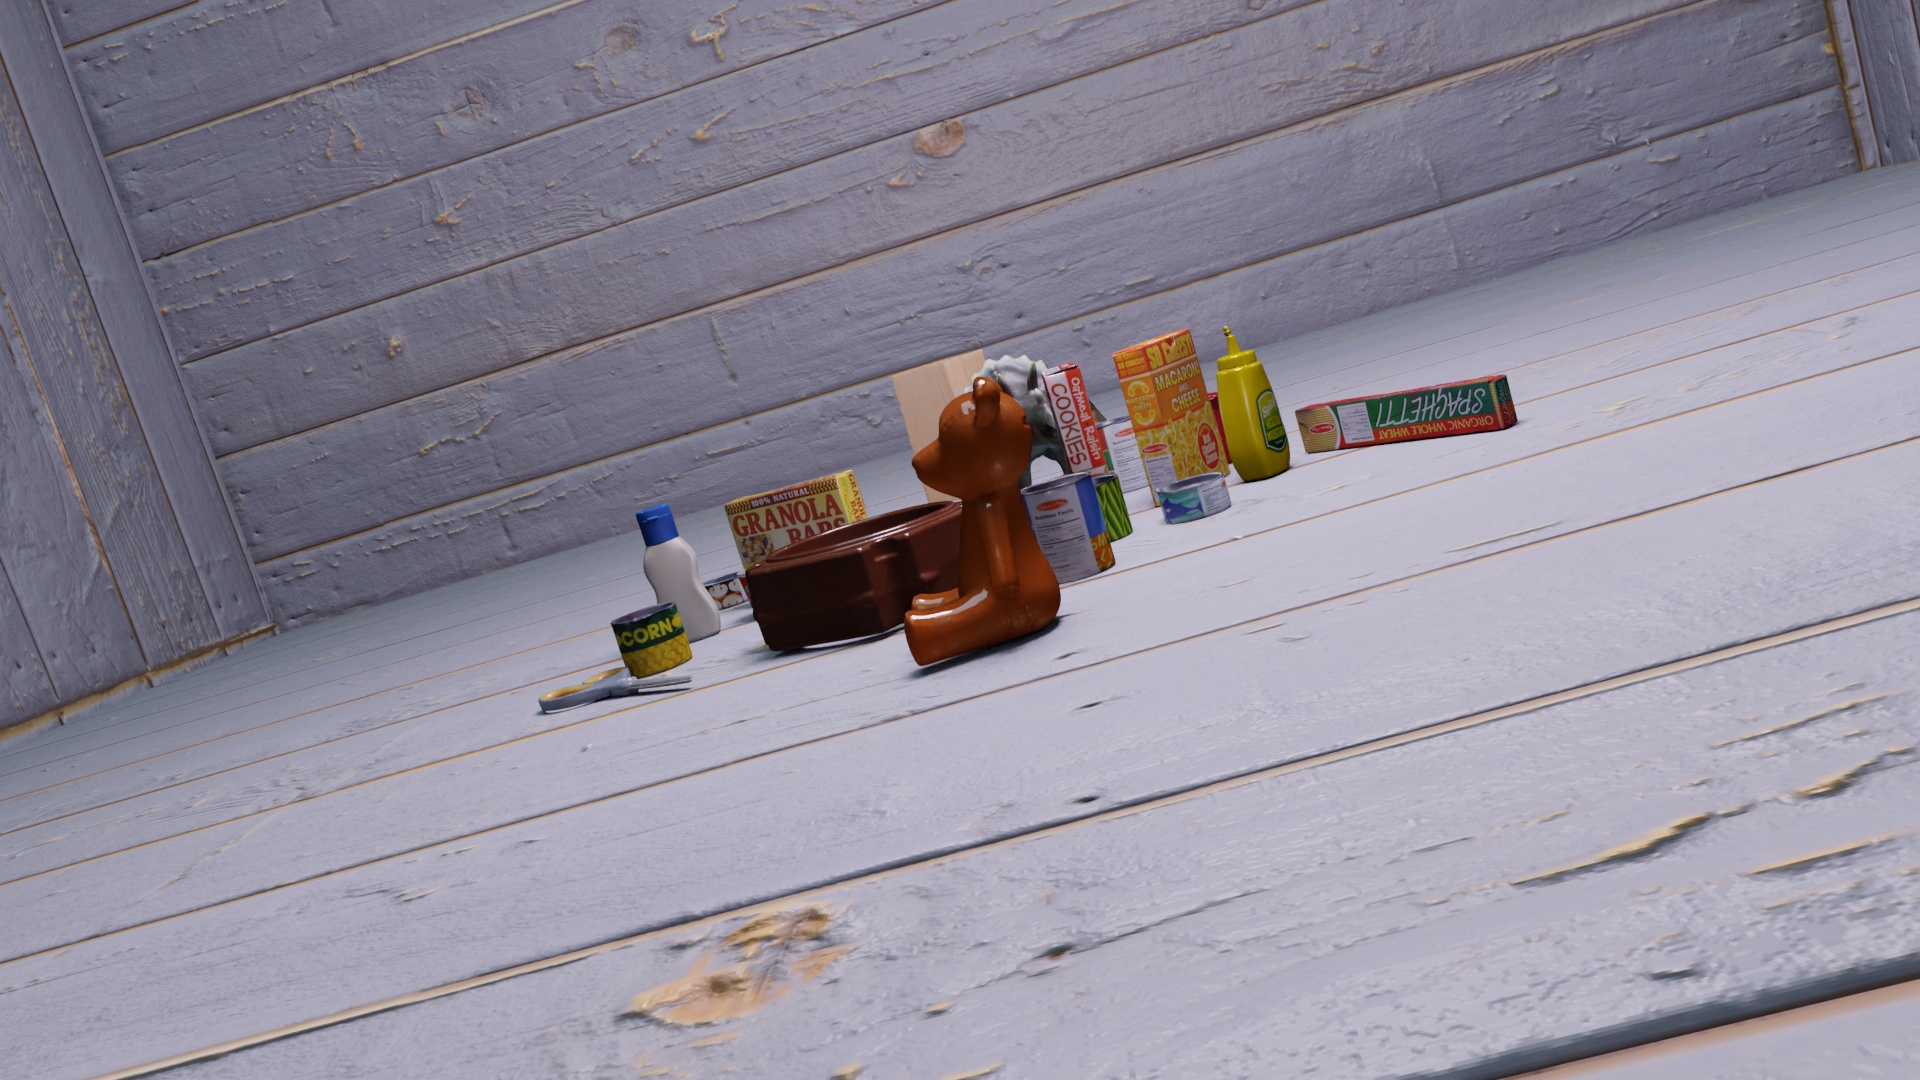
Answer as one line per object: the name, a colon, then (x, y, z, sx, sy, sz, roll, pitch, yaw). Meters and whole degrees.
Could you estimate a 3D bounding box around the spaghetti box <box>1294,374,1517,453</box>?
spaghetti box: (0.442, -0.125, 1.397, 0.029, 0.050, 0.249, -21, 9, -32)

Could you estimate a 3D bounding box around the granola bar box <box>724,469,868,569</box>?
granola bar box: (-0.173, -0.001, 1.539, 0.165, 0.124, 0.039, -12, 9, 33)

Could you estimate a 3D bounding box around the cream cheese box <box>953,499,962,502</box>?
cream cheese box: (0.006, -0.020, 1.557, 0.103, 0.053, 0.024, -13, 9, 27)

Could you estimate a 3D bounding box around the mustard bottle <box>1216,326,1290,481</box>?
mustard bottle: (0.294, -0.143, 1.426, 0.048, 0.160, 0.065, -10, 10, 41)

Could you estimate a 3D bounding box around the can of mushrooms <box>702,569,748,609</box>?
can of mushrooms: (-0.281, 0.060, 1.670, 0.071, 0.033, 0.071, -16, 8, 2)

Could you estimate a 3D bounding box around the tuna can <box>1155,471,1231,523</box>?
tuna can: (0.222, -0.041, 1.333, 0.071, 0.032, 0.071, -16, 8, 2)

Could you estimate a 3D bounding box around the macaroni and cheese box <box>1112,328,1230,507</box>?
macaroni and cheese box: (0.226, -0.132, 1.471, 0.040, 0.166, 0.124, -11, 9, 36)

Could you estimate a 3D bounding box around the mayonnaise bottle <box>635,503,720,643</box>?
mayonnaise bottle: (-0.304, 0.035, 1.473, 0.065, 0.148, 0.041, -17, 7, -3)

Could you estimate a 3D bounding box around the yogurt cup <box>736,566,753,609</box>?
yogurt cup: (-0.202, 0.050, 1.500, 0.072, 0.054, 0.072, -16, 8, 2)

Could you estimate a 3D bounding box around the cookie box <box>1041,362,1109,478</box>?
cookie box: (0.127, -0.103, 1.470, 0.040, 0.167, 0.123, -16, 8, 4)

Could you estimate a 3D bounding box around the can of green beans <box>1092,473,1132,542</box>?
can of green beans: (0.128, -0.028, 1.346, 0.071, 0.057, 0.071, -16, 8, 2)

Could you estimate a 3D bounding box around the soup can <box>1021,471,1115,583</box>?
soup can: (0.094, -0.012, 1.215, 0.071, 0.083, 0.071, -16, 8, 2)

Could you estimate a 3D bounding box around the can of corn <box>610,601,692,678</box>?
can of corn: (-0.303, 0.098, 1.366, 0.071, 0.058, 0.071, -16, 8, 2)

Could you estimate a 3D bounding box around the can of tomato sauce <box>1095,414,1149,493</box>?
can of tomato sauce: (0.190, -0.102, 1.634, 0.071, 0.083, 0.071, -16, 8, 2)
